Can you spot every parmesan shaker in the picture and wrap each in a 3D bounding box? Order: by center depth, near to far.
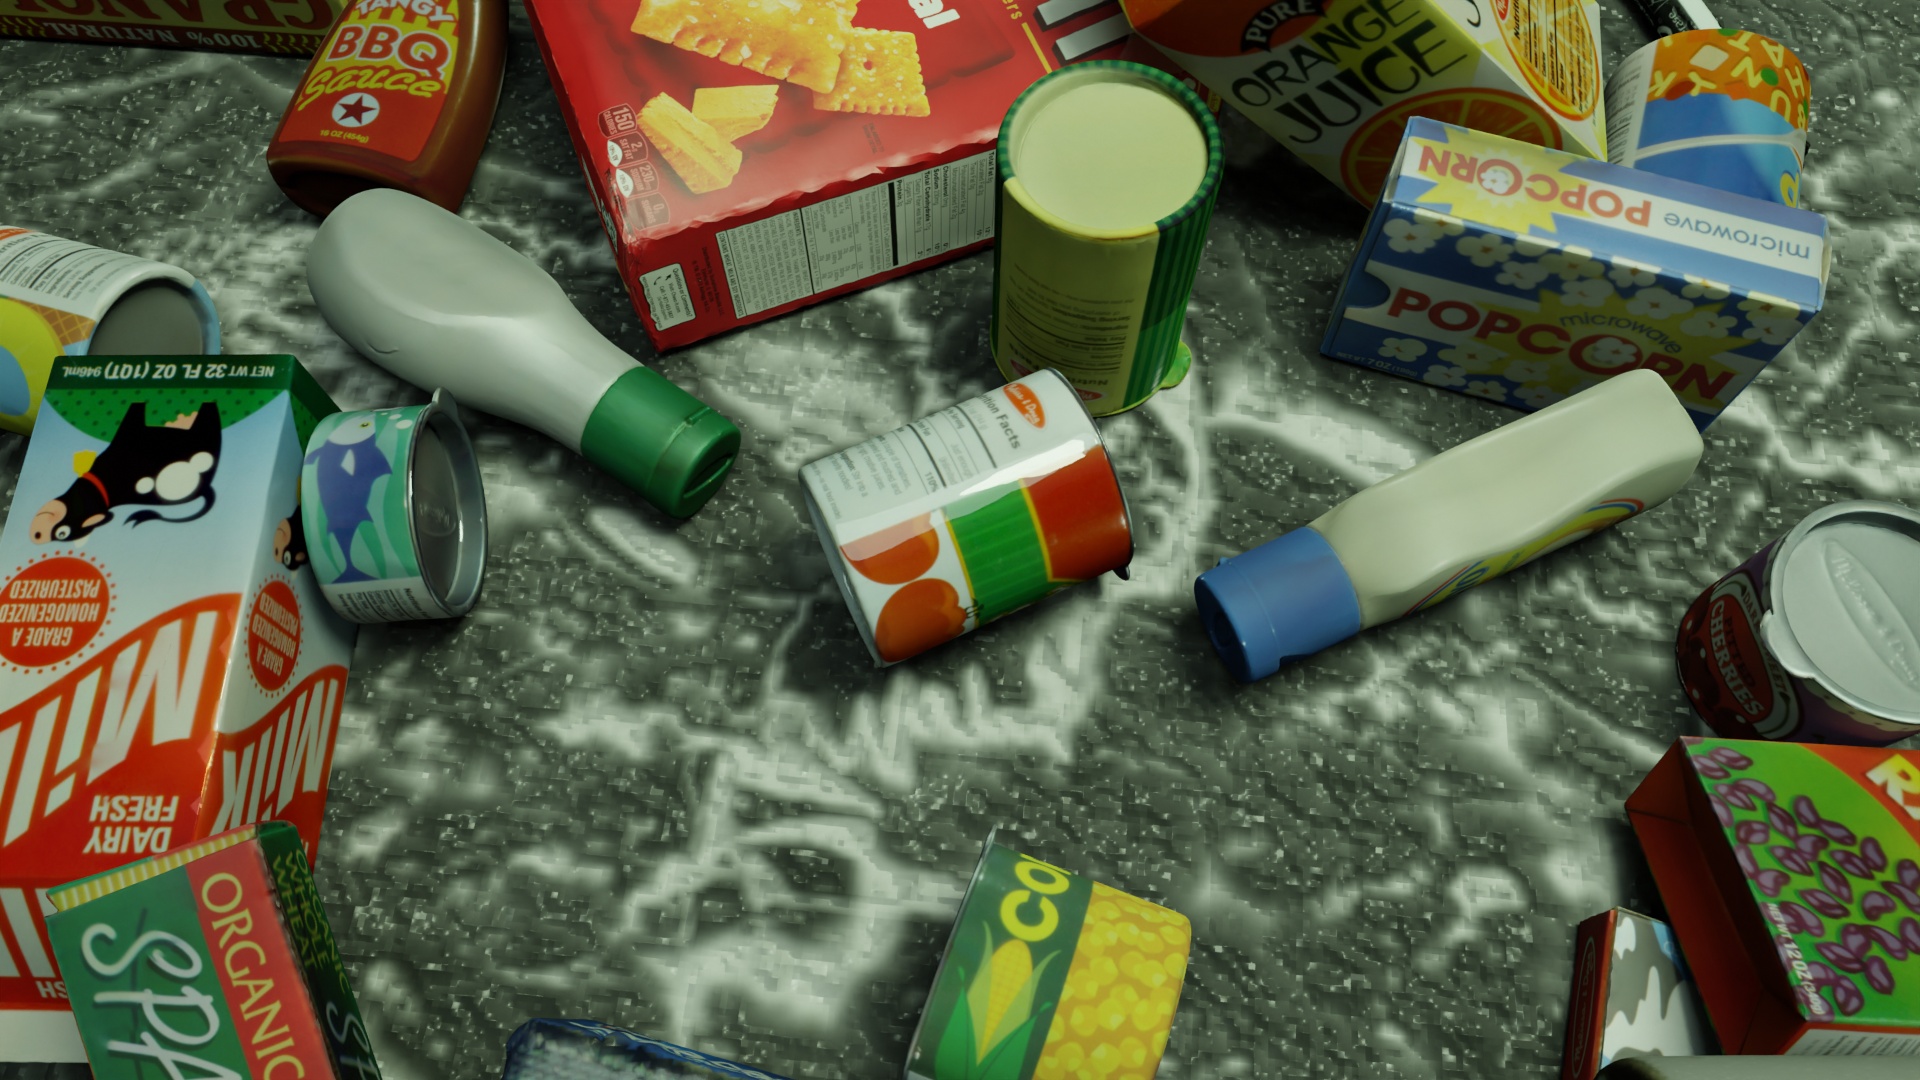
[{"bbox_3d":[0.046,-0.091,0.438,0.071,0.102,0.071,0,67,0],"label":"parmesan shaker"}]

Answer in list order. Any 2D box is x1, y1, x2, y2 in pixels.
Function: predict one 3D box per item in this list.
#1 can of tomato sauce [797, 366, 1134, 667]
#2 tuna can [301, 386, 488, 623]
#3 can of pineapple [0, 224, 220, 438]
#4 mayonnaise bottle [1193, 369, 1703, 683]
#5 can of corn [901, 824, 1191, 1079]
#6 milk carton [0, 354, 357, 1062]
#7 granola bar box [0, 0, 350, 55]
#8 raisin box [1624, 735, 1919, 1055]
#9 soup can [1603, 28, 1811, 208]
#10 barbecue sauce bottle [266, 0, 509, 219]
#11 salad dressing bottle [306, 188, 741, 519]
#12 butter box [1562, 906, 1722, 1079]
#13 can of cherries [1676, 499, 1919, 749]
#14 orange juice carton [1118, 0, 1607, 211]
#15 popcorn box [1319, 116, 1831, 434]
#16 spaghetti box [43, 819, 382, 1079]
[{"bbox_3d":[0.002,-0.005,0.423,0.083,0.071,0.071,-23,69,-9],"label":"can of tomato sauce"},{"bbox_3d":[-0.171,-0.011,0.423,0.033,0.070,0.071,-5,67,-1],"label":"tuna can"},{"bbox_3d":[-0.285,-0.061,0.448,0.058,0.070,0.071,14,68,6],"label":"can of pineapple"},{"bbox_3d":[0.145,-0.002,0.424,0.148,0.064,0.041,-24,73,-5],"label":"mayonnaise bottle"},{"bbox_3d":[0.024,0.118,0.366,0.058,0.071,0.071,19,68,7],"label":"can of corn"},{"bbox_3d":[-0.226,0.047,0.395,0.072,0.073,0.191,1,67,0],"label":"milk carton"},{"bbox_3d":[-0.307,-0.231,0.488,0.166,0.123,0.039,4,67,2],"label":"granola bar box"},{"bbox_3d":[0.257,0.100,0.370,0.123,0.039,0.086,4,44,-4],"label":"raisin box"},{"bbox_3d":[0.249,-0.118,0.469,0.071,0.071,0.084,17,68,7],"label":"soup can"},{"bbox_3d":[-0.196,-0.185,0.511,0.065,0.043,0.149,10,67,4],"label":"barbecue sauce bottle"},{"bbox_3d":[-0.142,-0.060,0.454,0.148,0.043,0.064,33,37,9],"label":"salad dressing bottle"},{"bbox_3d":[0.222,0.142,0.379,0.103,0.024,0.053,16,67,7],"label":"butter box"},{"bbox_3d":[0.255,0.030,0.410,0.071,0.058,0.072,0,68,0],"label":"can of cherries"},{"bbox_3d":[0.119,-0.176,0.436,0.192,0.071,0.073,24,62,-32],"label":"orange juice carton"},{"bbox_3d":[0.189,-0.079,0.442,0.127,0.085,0.038,17,67,8],"label":"popcorn box"},{"bbox_3d":[-0.143,0.189,0.319,0.050,0.028,0.250,-20,86,-9],"label":"spaghetti box"}]
